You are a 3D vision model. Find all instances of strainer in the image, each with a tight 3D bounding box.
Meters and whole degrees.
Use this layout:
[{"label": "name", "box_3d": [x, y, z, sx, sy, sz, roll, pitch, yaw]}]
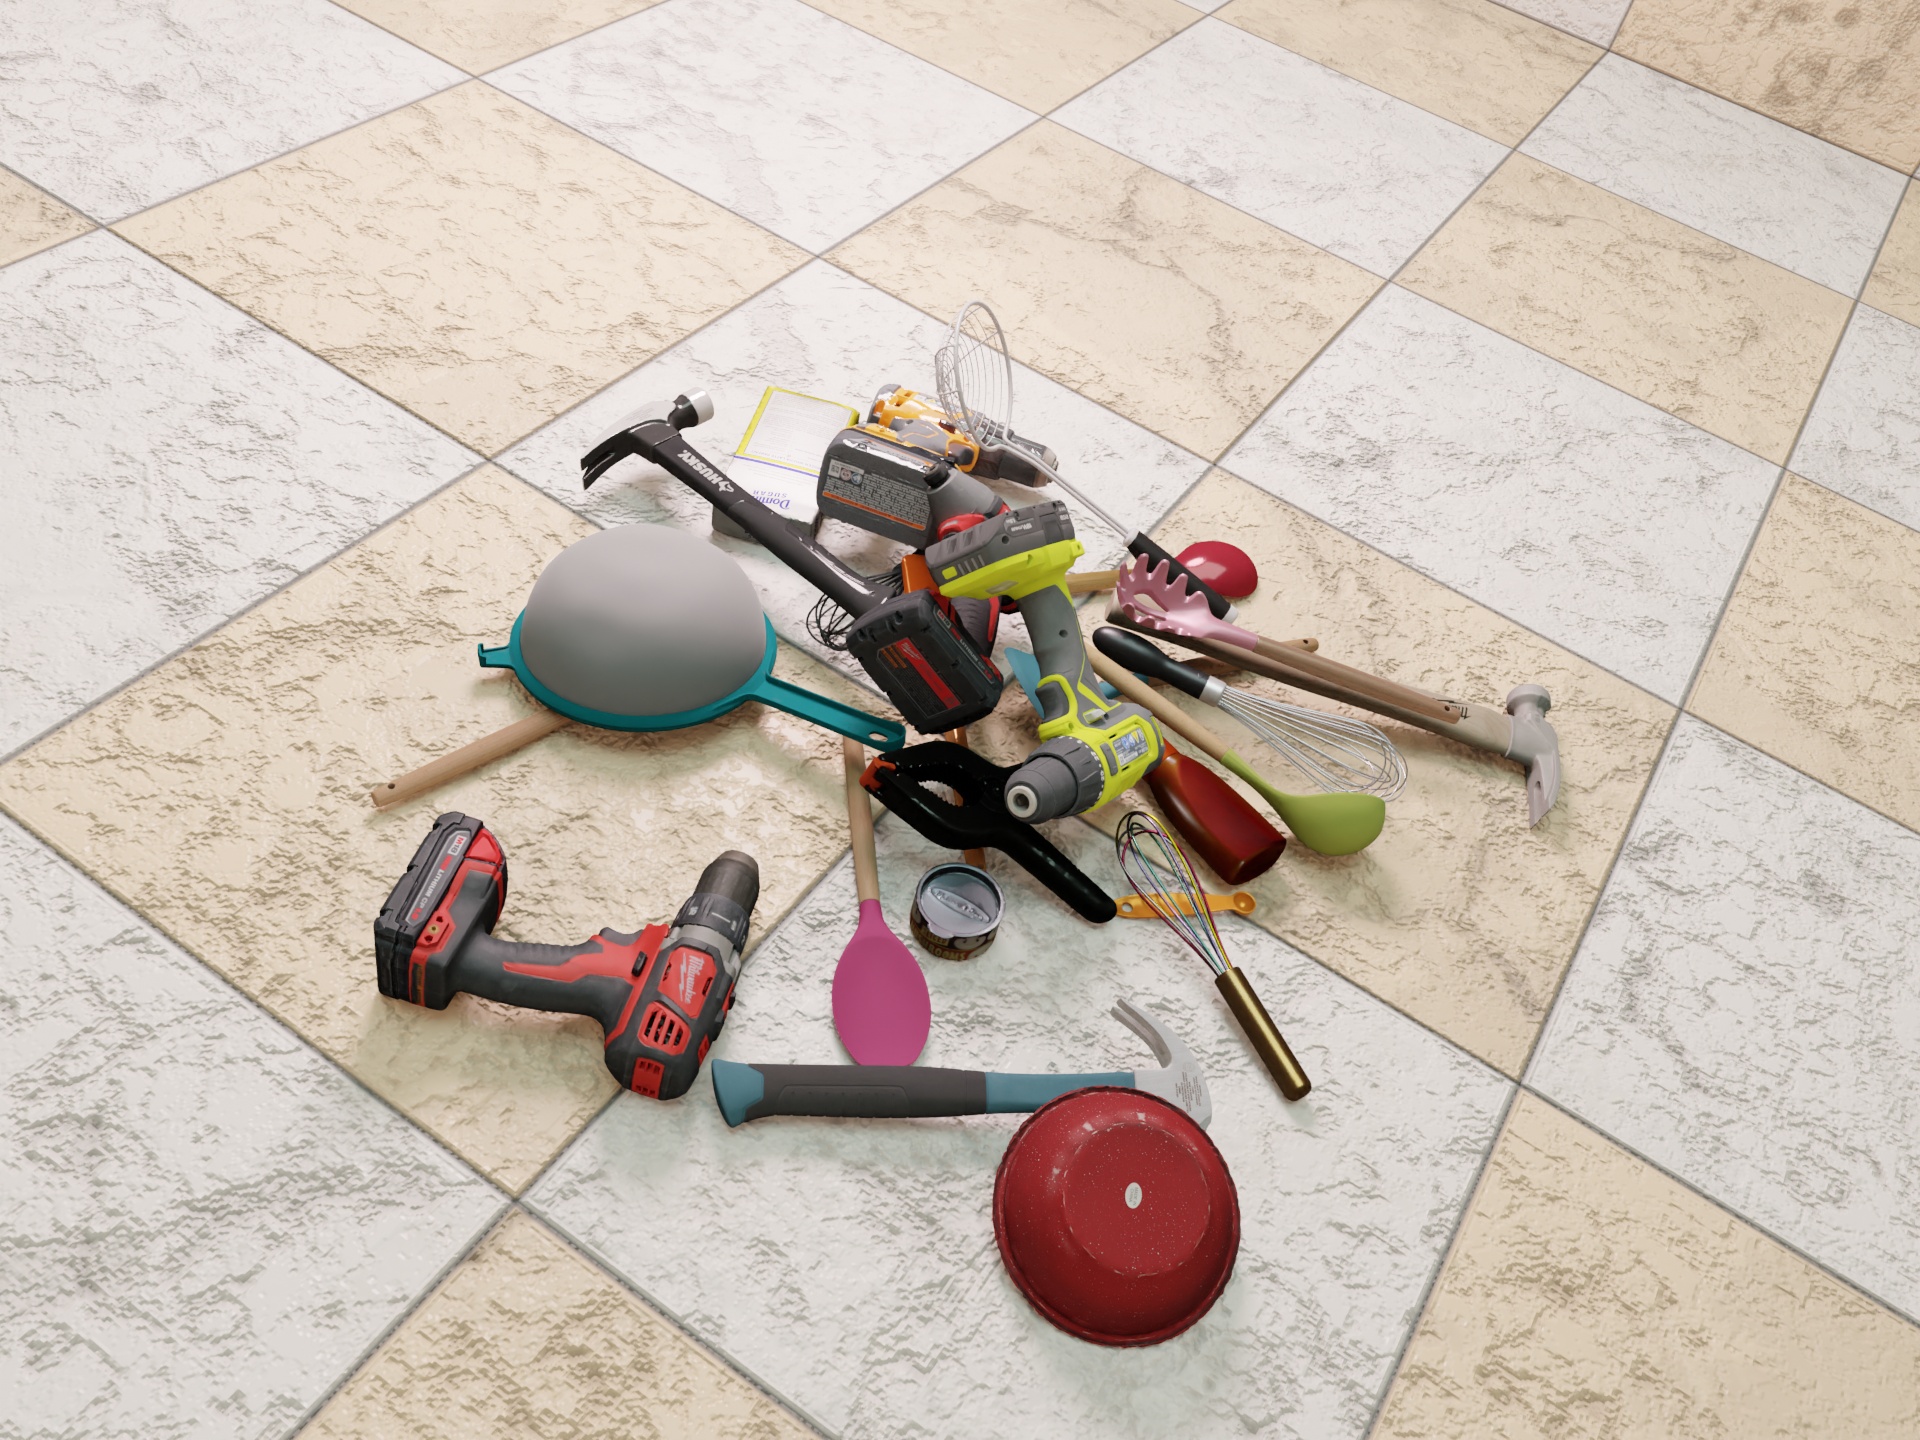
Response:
[{"label": "strainer", "box_3d": [-0.192, -0.070, 1.233, 0.340, 0.095, 0.211, 21, 42, 17]}]

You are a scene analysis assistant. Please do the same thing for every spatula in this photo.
[{"label": "spatula", "box_3d": [0.184, -0.045, 1.366, 0.317, 0.044, 0.082, -12, 56, -25]}, {"label": "spatula", "box_3d": [-0.307, -0.007, 1.226, 0.316, 0.018, 0.060, -30, 58, -35]}, {"label": "spatula", "box_3d": [-0.002, -0.004, 1.283, 0.081, 0.041, 0.323, 12, 46, -24]}]

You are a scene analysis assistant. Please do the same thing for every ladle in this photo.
[{"label": "ladle", "box_3d": [0.133, -0.128, 1.444, 0.315, 0.031, 0.069, -8, 54, -18]}, {"label": "ladle", "box_3d": [0.199, 0.004, 1.287, 0.320, 0.078, 0.062, 37, 73, 12]}]

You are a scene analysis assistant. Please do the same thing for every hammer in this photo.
[{"label": "hammer", "box_3d": [0.319, -0.028, 1.364, 0.410, 0.038, 0.146, 18, 47, -4]}, {"label": "hammer", "box_3d": [-0.178, -0.170, 1.337, 0.146, 0.035, 0.335, -34, 59, -31]}, {"label": "hammer", "box_3d": [0.002, 0.246, 1.046, 0.331, 0.033, 0.128, 3, 62, -8]}]

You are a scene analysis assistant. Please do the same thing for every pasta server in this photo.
[{"label": "pasta server", "box_3d": [0.273, -0.059, 1.326, 0.316, 0.040, 0.060, 20, 61, -4]}]

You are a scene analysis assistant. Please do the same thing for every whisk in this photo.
[{"label": "whisk", "box_3d": [-0.052, -0.126, 1.385, 0.055, 0.055, 0.239, 32, 44, 16]}, {"label": "whisk", "box_3d": [0.237, -0.010, 1.313, 0.284, 0.070, 0.070, 27, 47, 6]}, {"label": "whisk", "box_3d": [0.182, 0.169, 1.165, 0.047, 0.051, 0.245, -35, 64, 9]}]

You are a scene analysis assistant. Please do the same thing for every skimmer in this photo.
[{"label": "skimmer", "box_3d": [0.120, -0.216, 1.393, 0.363, 0.090, 0.127, 38, 40, -8]}]

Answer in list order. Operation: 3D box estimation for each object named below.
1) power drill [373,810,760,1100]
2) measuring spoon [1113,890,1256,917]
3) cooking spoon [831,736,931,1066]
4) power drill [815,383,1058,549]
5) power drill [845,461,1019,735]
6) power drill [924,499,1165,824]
[{"label": "power drill", "box_3d": [-0.253, 0.139, 1.067, 0.226, 0.080, 0.188, 19, 46, 0]}, {"label": "measuring spoon", "box_3d": [0.169, 0.142, 1.213, 0.117, 0.011, 0.021, -1, 53, -10]}, {"label": "cooking spoon", "box_3d": [-0.069, 0.115, 1.172, 0.068, 0.017, 0.319, 0, 48, -10]}, {"label": "power drill", "box_3d": [-0.017, -0.230, 1.442, 0.185, 0.084, 0.226, 20, 29, 6]}, {"label": "power drill", "box_3d": [-0.004, -0.105, 1.269, 0.143, 0.078, 0.220, 51, 38, -24]}, {"label": "power drill", "box_3d": [0.060, -0.039, 1.185, 0.190, 0.080, 0.228, -23, 92, -57]}]
